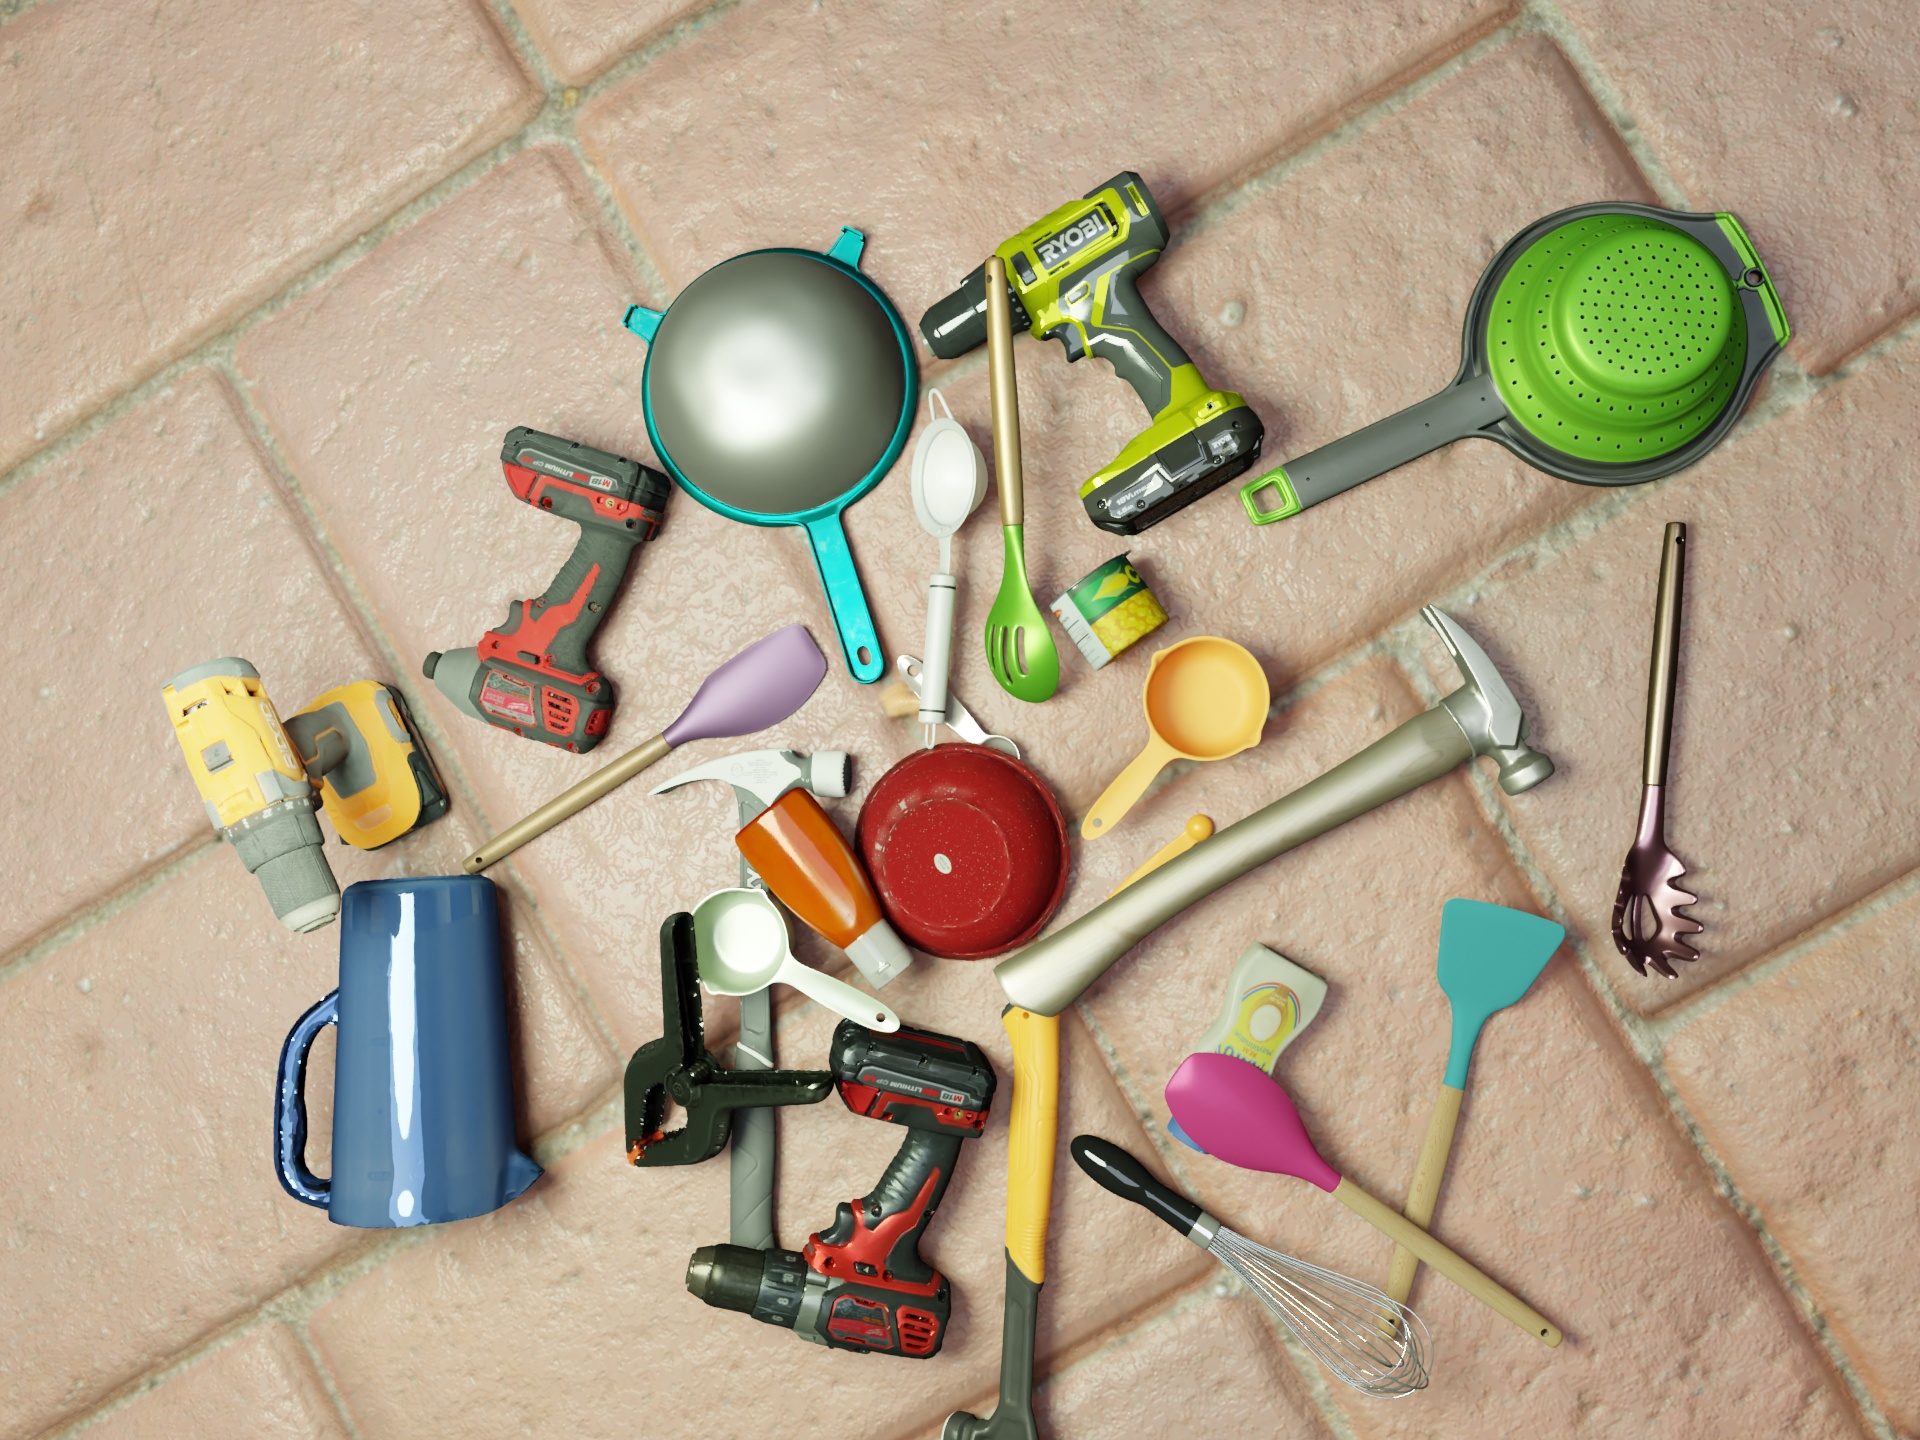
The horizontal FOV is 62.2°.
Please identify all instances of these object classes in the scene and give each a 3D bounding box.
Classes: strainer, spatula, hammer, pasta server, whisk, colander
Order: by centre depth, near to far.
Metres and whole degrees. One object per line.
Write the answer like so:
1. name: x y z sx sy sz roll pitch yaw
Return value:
1. colander: 0.381 -0.234 1.093 0.397 0.094 0.204 -24 86 5
2. pasta server: 0.487 0.018 1.102 0.060 0.040 0.316 6 88 -6
3. spatula: 0.337 0.282 1.107 0.082 0.044 0.317 15 91 6
4. whisk: 0.198 0.374 1.109 0.285 0.070 0.070 31 92 16
5. hammer: 0.202 0.076 1.116 0.410 0.038 0.146 -30 84 0
6. hammer: 0.053 0.364 1.126 0.127 0.034 0.337 0 84 31
7. strainer: -0.121 -0.191 1.148 0.211 0.095 0.340 -18 85 5
8. strainer: -0.011 -0.108 1.153 0.050 0.087 0.258 5 89 -33
9. hammer: -0.156 0.225 1.169 0.149 0.036 0.409 0 88 8
10. spatula: -0.239 0.030 1.193 0.316 0.018 0.060 -31 96 4

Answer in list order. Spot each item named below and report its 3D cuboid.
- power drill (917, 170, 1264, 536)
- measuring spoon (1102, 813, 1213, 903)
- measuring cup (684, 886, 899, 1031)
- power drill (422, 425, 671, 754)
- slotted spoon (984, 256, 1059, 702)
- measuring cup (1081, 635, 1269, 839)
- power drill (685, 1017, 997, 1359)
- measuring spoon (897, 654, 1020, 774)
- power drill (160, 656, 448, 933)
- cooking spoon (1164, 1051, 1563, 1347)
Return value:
1. power drill: 0.094 -0.251 1.137 0.190 0.080 0.228 -30 83 9
2. measuring spoon: 0.138 0.112 1.150 0.117 0.011 0.021 -45 84 3
3. measuring cup: -0.115 0.176 1.129 0.167 0.038 0.083 27 93 6
4. power drill: -0.308 -0.097 1.178 0.143 0.078 0.219 18 93 7
5. slotted spoon: 0.033 -0.164 1.119 0.070 0.031 0.313 7 106 46
6. measuring cup: 0.146 0.017 1.134 0.095 0.052 0.173 41 95 6
7. power drill: -0.080 0.329 1.122 0.188 0.080 0.226 14 93 -7
8. measuring spoon: -0.002 -0.004 1.172 0.034 0.018 0.124 -46 77 11
9. power drill: -0.444 0.052 1.109 0.084 0.226 0.185 -27 86 5
10. cooking spoon: 0.280 0.334 1.096 0.319 0.017 0.069 35 93 2
